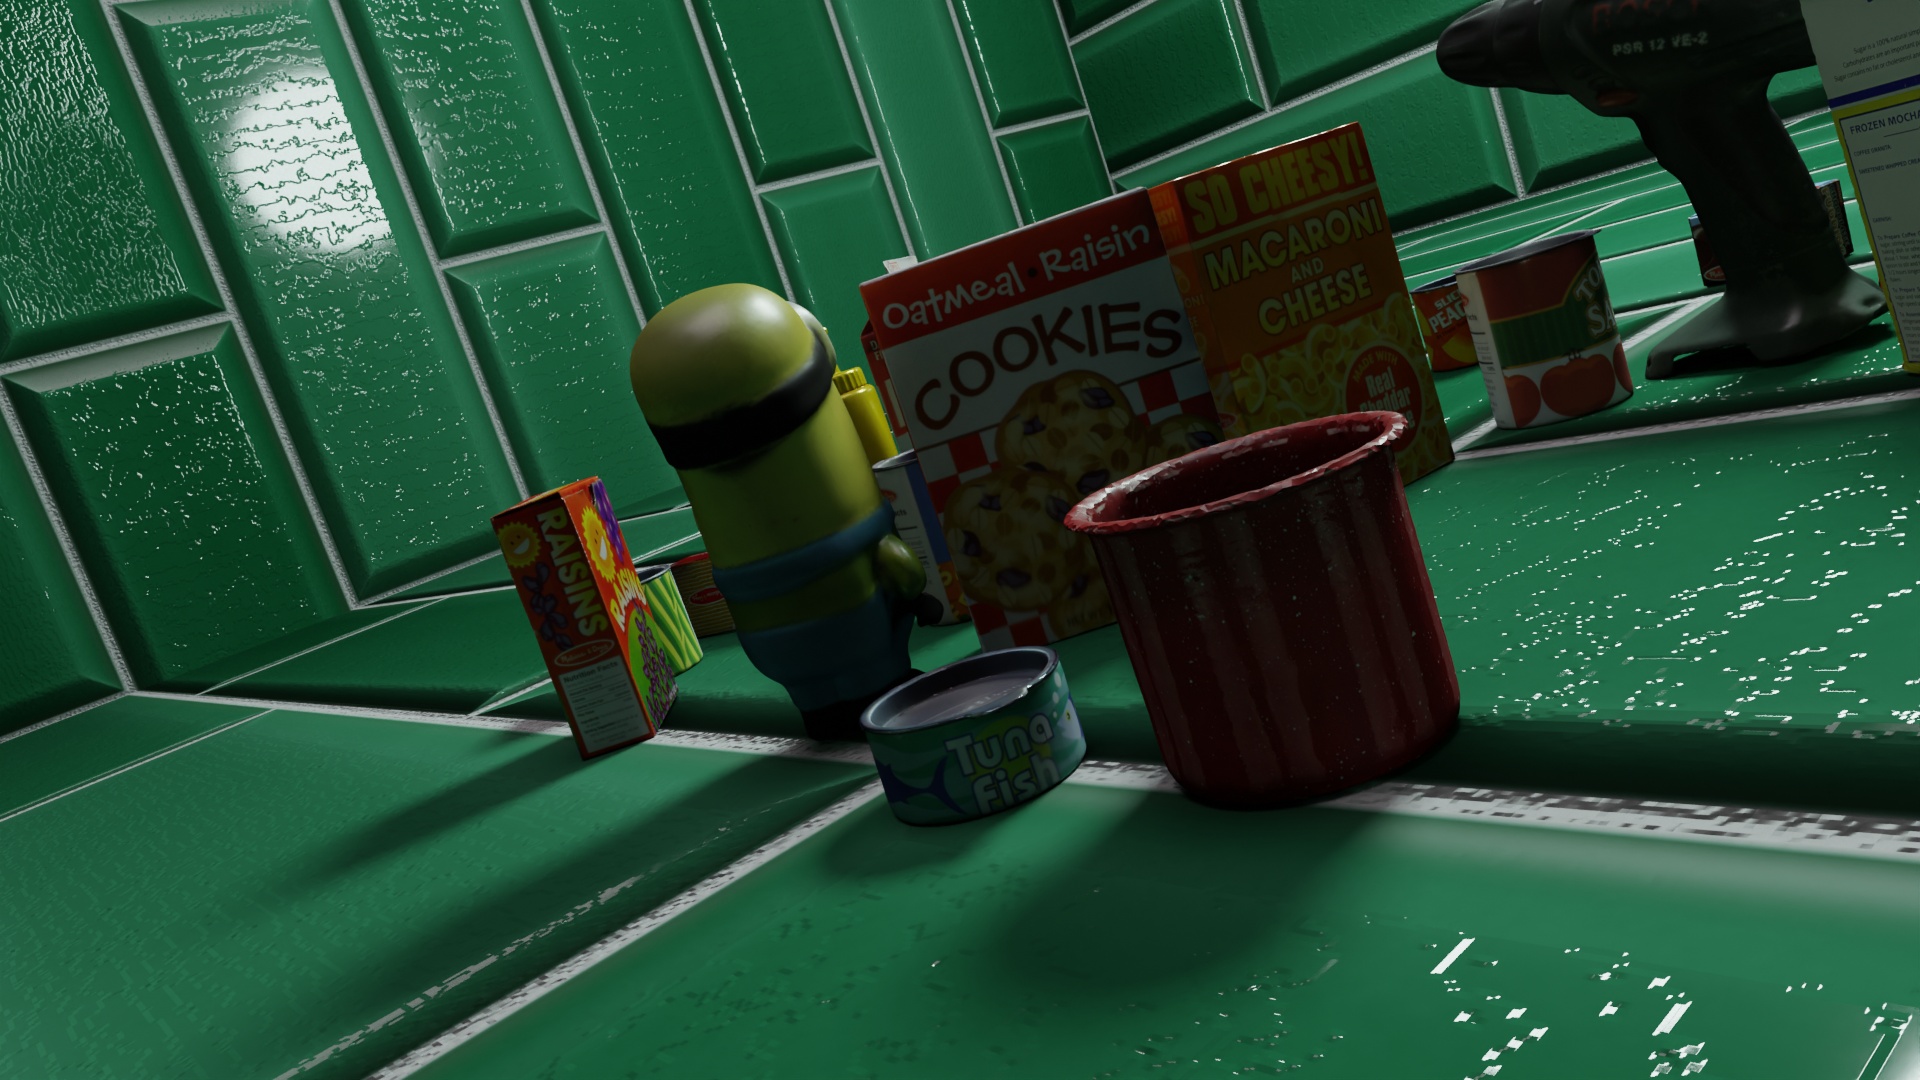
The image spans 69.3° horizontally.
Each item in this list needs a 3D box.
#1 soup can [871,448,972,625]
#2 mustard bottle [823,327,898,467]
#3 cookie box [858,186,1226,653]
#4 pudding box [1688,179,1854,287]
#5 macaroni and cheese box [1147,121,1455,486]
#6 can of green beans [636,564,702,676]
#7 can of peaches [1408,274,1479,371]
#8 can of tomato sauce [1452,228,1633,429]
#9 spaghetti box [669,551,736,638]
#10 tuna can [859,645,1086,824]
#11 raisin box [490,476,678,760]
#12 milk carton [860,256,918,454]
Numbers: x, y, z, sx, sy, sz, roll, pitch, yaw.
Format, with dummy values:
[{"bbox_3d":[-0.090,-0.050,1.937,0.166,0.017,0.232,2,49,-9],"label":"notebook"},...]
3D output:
[{"bbox_3d":[0.002,-0.009,0.695,0.071,0.083,0.071,-18,9,3],"label":"soup can"},{"bbox_3d":[-0.066,-0.056,0.876,0.049,0.160,0.065,-19,8,-4],"label":"mustard bottle"},{"bbox_3d":[0.043,-0.048,0.582,0.123,0.167,0.040,-18,8,5],"label":"cookie box"},{"bbox_3d":[0.515,-0.195,0.886,0.030,0.049,0.083,-23,10,-28],"label":"pudding box"},{"bbox_3d":[0.152,-0.094,0.638,0.124,0.166,0.040,-24,10,-29],"label":"macaroni and cheese box"},{"bbox_3d":[-0.189,0.053,0.800,0.071,0.057,0.071,-18,9,3],"label":"can of green beans"},{"bbox_3d":[0.344,-0.151,0.940,0.071,0.058,0.071,-18,9,3],"label":"can of peaches"},{"bbox_3d":[0.291,-0.105,0.689,0.071,0.083,0.071,-18,9,3],"label":"can of tomato sauce"},{"bbox_3d":[-0.076,0.015,0.818,0.249,0.050,0.029,-12,11,35],"label":"spaghetti box"},{"bbox_3d":[0.005,0.060,0.435,0.071,0.032,0.071,-18,9,3],"label":"tuna can"},{"bbox_3d":[-0.181,0.034,0.682,0.040,0.123,0.086,-19,9,0],"label":"raisin box"},{"bbox_3d":[-0.012,-0.109,0.986,0.073,0.190,0.072,-16,9,19],"label":"milk carton"}]
